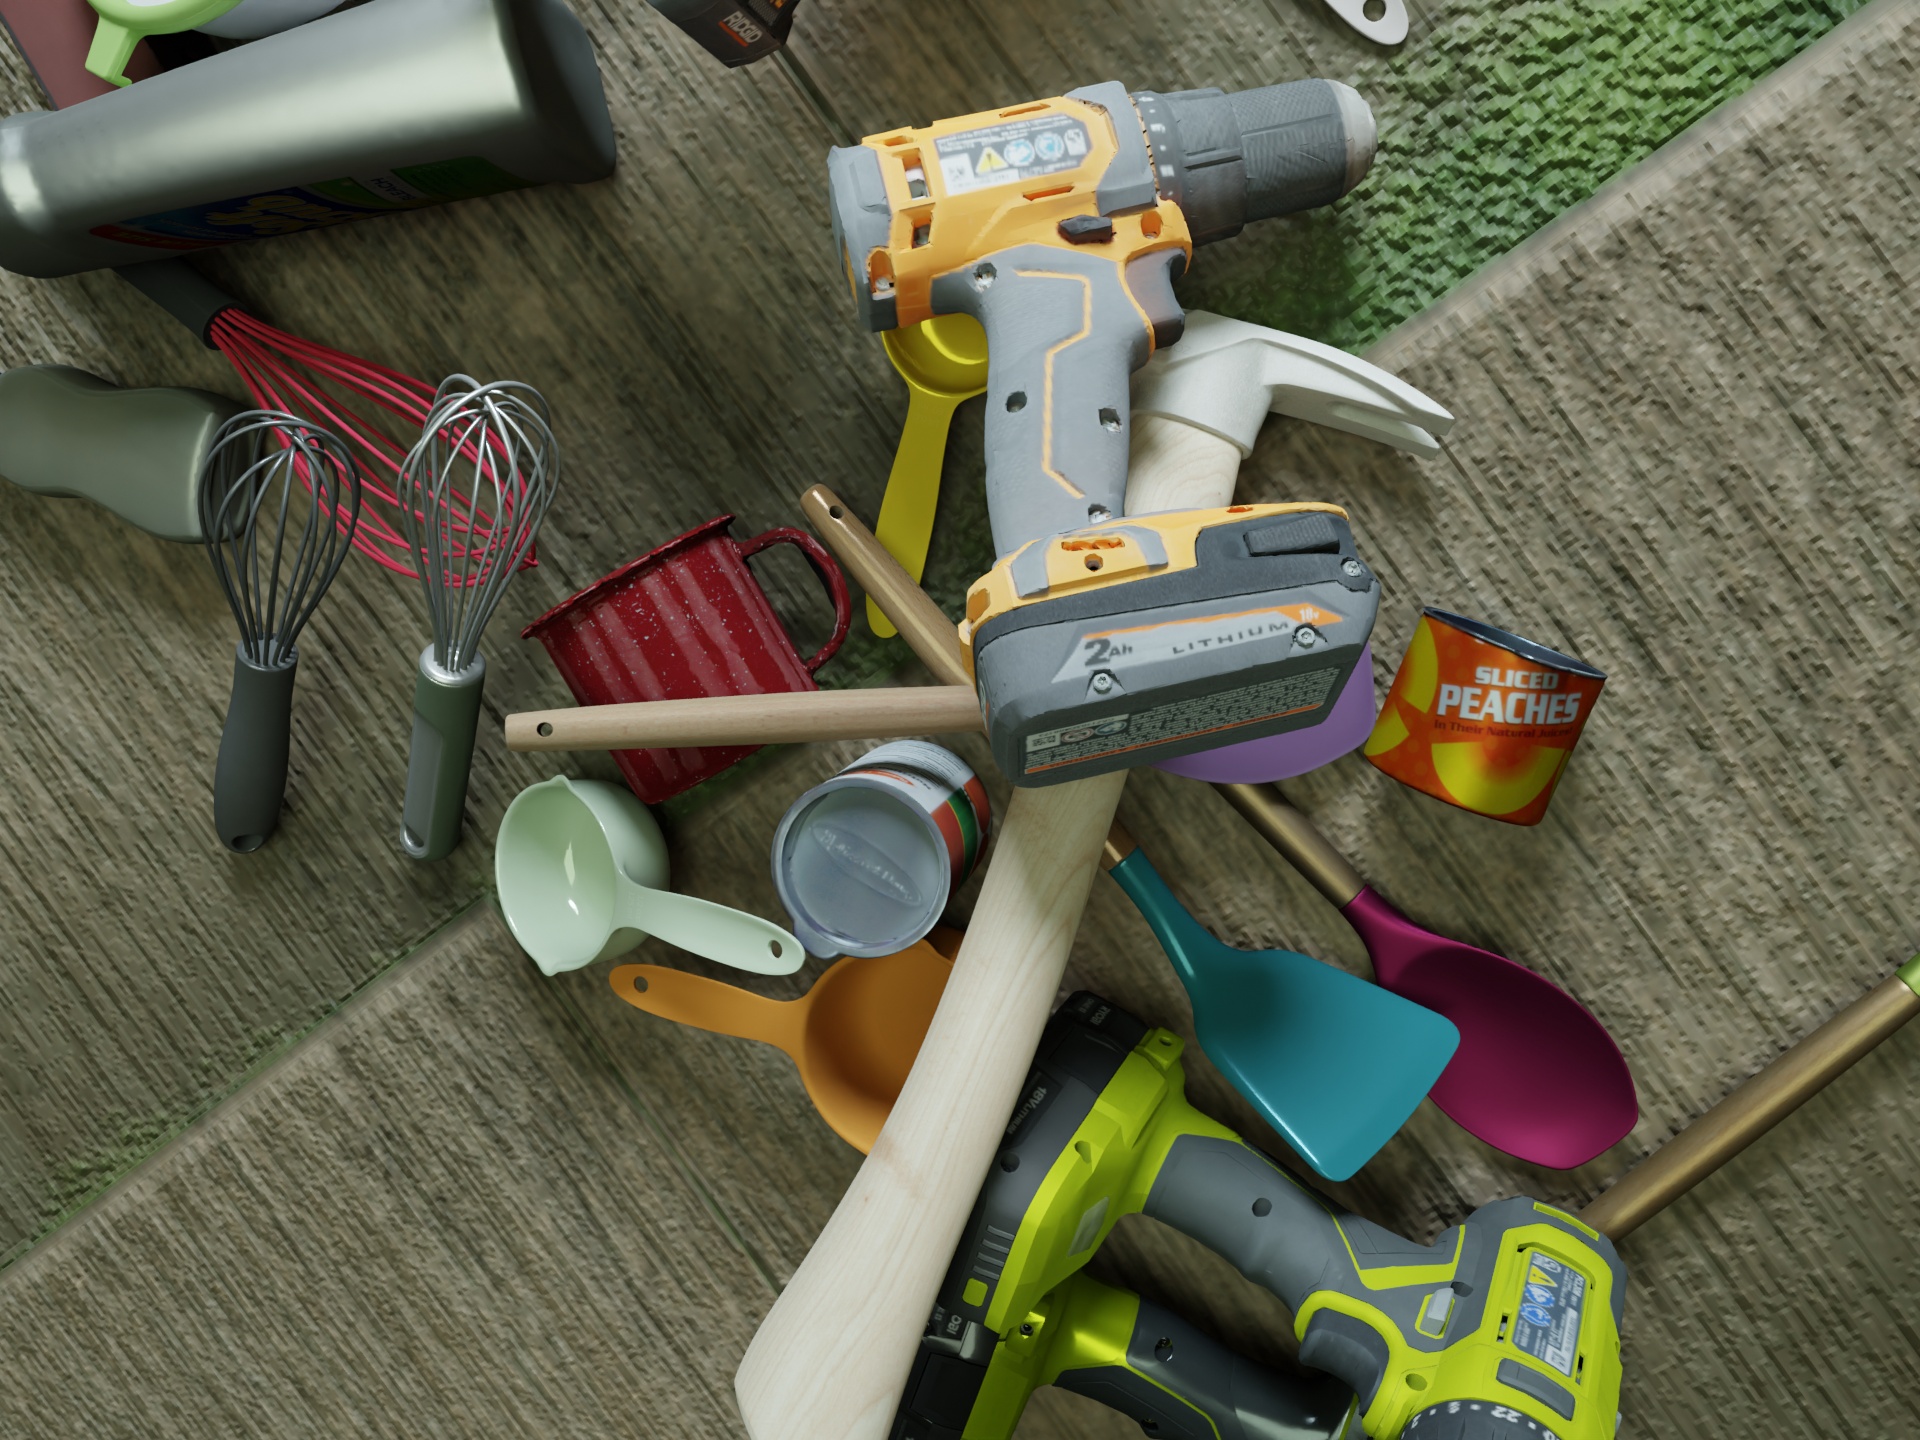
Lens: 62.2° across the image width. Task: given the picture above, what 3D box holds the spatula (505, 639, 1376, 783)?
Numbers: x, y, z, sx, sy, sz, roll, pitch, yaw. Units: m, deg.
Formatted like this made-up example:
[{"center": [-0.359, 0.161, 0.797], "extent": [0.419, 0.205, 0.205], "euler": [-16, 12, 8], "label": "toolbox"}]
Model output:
[{"center": [-0.001, -0.002, 0.572], "extent": [0.316, 0.018, 0.060], "euler": [-2, 87, -8], "label": "spatula"}]

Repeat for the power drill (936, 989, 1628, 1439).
[{"center": [0.107, 0.200, 0.541], "extent": [0.228, 0.190, 0.080], "euler": [25, 118, 17], "label": "power drill"}]

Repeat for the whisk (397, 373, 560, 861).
[{"center": [-0.192, -0.027, 0.604], "extent": [0.058, 0.059, 0.246], "euler": [40, 134, 17], "label": "whisk"}]

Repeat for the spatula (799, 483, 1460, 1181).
[{"center": [0.049, 0.028, 0.593], "extent": [0.082, 0.044, 0.317], "euler": [-39, 86, -27], "label": "spatula"}]

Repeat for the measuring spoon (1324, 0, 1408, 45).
[{"center": [0.113, -0.284, 0.560], "extent": [0.124, 0.018, 0.034], "euler": [45, 105, -5], "label": "measuring spoon"}]

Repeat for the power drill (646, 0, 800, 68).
[{"center": [-0.037, -0.317, 0.471], "extent": [0.164, 0.084, 0.226], "euler": [40, 103, 4], "label": "power drill"}]

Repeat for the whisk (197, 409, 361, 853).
[{"center": [-0.277, -0.025, 0.629], "extent": [0.055, 0.055, 0.238], "euler": [32, 129, 6], "label": "whisk"}]

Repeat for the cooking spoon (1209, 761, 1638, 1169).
[{"center": [0.131, 0.048, 0.604], "extent": [0.319, 0.017, 0.068], "euler": [45, 115, 2], "label": "cooking spoon"}]

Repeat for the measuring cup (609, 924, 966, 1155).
[{"center": [-0.054, 0.117, 0.641], "extent": [0.174, 0.052, 0.095], "euler": [11, 101, 18], "label": "measuring cup"}]

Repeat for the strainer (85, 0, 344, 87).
[{"center": [-0.212, -0.327, 0.572], "extent": [0.256, 0.069, 0.151], "euler": [-15, 75, 23], "label": "strainer"}]

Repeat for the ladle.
[{"center": [0.315, 0.116, 0.557], "extent": [0.078, 0.062, 0.320], "euler": [44, 107, 1], "label": "ladle"}]

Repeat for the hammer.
[{"center": [0.037, 0.048, 0.525], "extent": [0.146, 0.038, 0.411], "euler": [19, 76, 10], "label": "hammer"}]

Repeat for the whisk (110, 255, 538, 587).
[{"center": [-0.283, -0.148, 0.643], "extent": [0.296, 0.073, 0.073], "euler": [38, 105, 9], "label": "whisk"}]

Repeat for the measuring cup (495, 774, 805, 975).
[{"center": [-0.115, 0.069, 0.622], "extent": [0.168, 0.038, 0.083], "euler": [12, 101, 34], "label": "measuring cup"}]

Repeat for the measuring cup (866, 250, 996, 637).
[{"center": [-0.011, -0.106, 0.612], "extent": [0.062, 0.029, 0.156], "euler": [19, 114, 10], "label": "measuring cup"}]

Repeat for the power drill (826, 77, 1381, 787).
[{"center": [0.066, -0.108, 0.512], "extent": [0.185, 0.084, 0.226], "euler": [-13, 70, -2], "label": "power drill"}]

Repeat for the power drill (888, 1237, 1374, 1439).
[{"center": [0.081, 0.288, 0.625], "extent": [0.223, 0.080, 0.171], "euler": [20, 103, 5], "label": "power drill"}]
